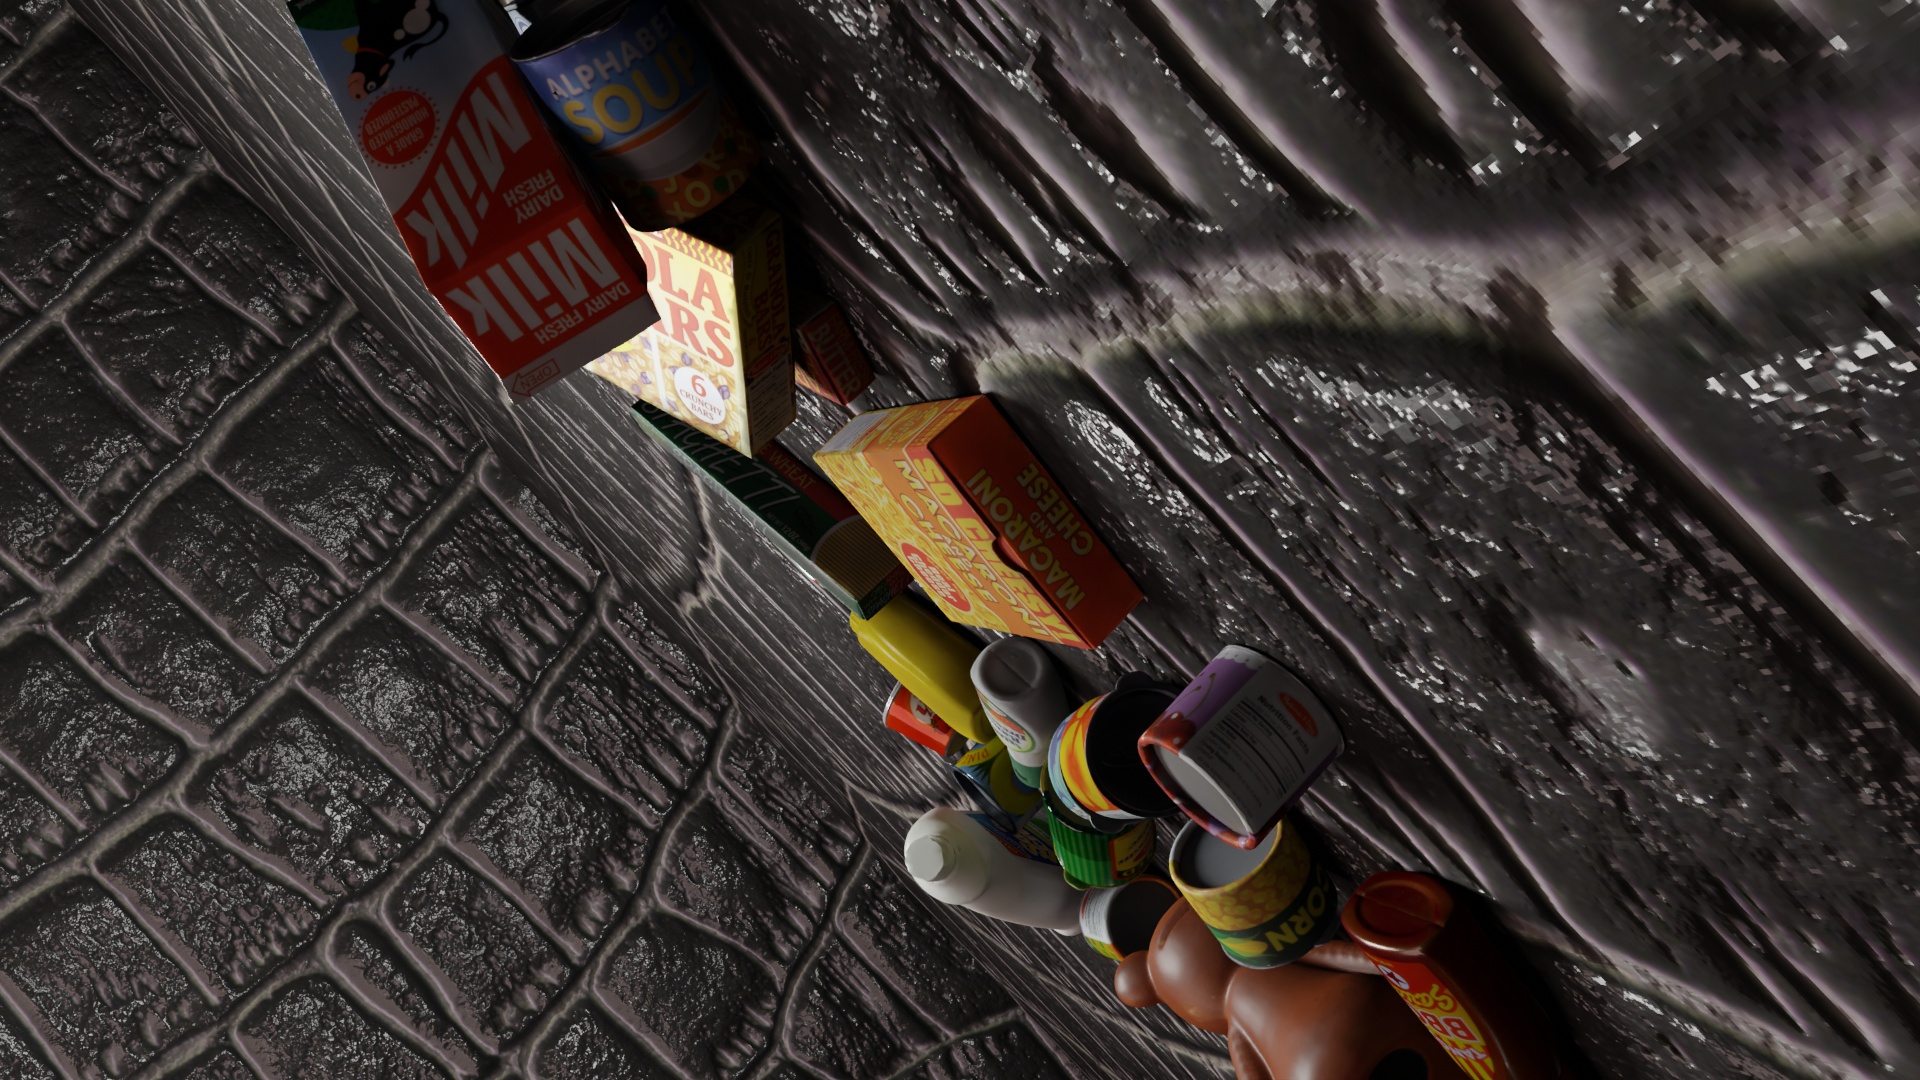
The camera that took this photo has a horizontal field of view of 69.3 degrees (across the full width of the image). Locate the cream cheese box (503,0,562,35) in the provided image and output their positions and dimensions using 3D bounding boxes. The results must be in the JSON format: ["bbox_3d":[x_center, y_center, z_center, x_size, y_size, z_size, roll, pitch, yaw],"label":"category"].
[{"bbox_3d":[-0.170,-0.213,0.657,0.053,0.024,0.103,22,151,54],"label":"cream cheese box"}]

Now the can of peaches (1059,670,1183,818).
[{"bbox_3d":[0.087,0.104,0.698,0.071,0.071,0.058,46,164,3],"label":"can of peaches"}]

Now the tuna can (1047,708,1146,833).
[{"bbox_3d":[0.081,0.121,0.742,0.071,0.071,0.032,46,165,3],"label":"tuna can"}]

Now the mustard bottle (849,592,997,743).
[{"bbox_3d":[-0.030,0.073,0.950,0.160,0.049,0.065,38,162,30],"label":"mustard bottle"}]

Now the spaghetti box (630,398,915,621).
[{"bbox_3d":[-0.131,-0.037,0.942,0.250,0.050,0.028,38,160,28],"label":"spaghetti box"}]

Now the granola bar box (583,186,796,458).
[{"bbox_3d":[-0.155,-0.127,0.669,0.166,0.039,0.123,28,142,21],"label":"granola bar box"}]

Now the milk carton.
[{"bbox_3d":[-0.195,-0.151,0.577,0.191,0.072,0.073,59,-179,13],"label":"milk carton"}]

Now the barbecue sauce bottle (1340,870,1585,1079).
[{"bbox_3d":[0.235,0.214,0.624,0.148,0.044,0.065,51,163,-16],"label":"barbecue sauce bottle"}]

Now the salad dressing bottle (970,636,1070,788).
[{"bbox_3d":[0.042,0.112,0.870,0.064,0.044,0.147,39,163,28],"label":"salad dressing bottle"}]

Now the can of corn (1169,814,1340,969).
[{"bbox_3d":[0.149,0.171,0.700,0.058,0.071,0.071,54,162,-23],"label":"can of corn"}]

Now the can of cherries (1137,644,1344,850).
[{"bbox_3d":[0.117,0.088,0.591,0.071,0.058,0.071,42,163,16],"label":"can of cherries"}]

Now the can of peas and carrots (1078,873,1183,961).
[{"bbox_3d":[0.128,0.275,1.010,0.071,0.071,0.058,47,163,-1],"label":"can of peas and carrots"}]

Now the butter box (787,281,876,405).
[{"bbox_3d":[-0.090,-0.108,0.705,0.104,0.024,0.053,31,157,43],"label":"butter box"}]

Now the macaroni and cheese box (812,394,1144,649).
[{"bbox_3d":[0.002,-0.009,0.683,0.123,0.040,0.166,50,164,-16],"label":"macaroni and cheese box"}]

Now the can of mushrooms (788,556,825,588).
[{"bbox_3d":[-0.104,0.000,0.993,0.071,0.033,0.070,43,164,16],"label":"can of mushrooms"}]

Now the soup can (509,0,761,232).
[{"bbox_3d":[-0.128,-0.176,0.559,0.071,0.071,0.083,27,156,49],"label":"soup can"}]

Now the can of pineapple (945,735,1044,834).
[{"bbox_3d":[0.035,0.165,0.992,0.071,0.058,0.070,42,163,16],"label":"can of pineapple"}]

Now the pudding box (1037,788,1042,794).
[{"bbox_3d":[0.088,0.186,0.958,0.083,0.030,0.049,54,161,-26],"label":"pudding box"}]

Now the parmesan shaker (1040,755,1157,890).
[{"bbox_3d":[0.084,0.167,0.844,0.071,0.071,0.102,38,162,26],"label":"parmesan shaker"}]

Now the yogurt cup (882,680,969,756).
[{"bbox_3d":[-0.015,0.120,1.004,0.054,0.072,0.072,33,160,17],"label":"yogurt cup"}]
